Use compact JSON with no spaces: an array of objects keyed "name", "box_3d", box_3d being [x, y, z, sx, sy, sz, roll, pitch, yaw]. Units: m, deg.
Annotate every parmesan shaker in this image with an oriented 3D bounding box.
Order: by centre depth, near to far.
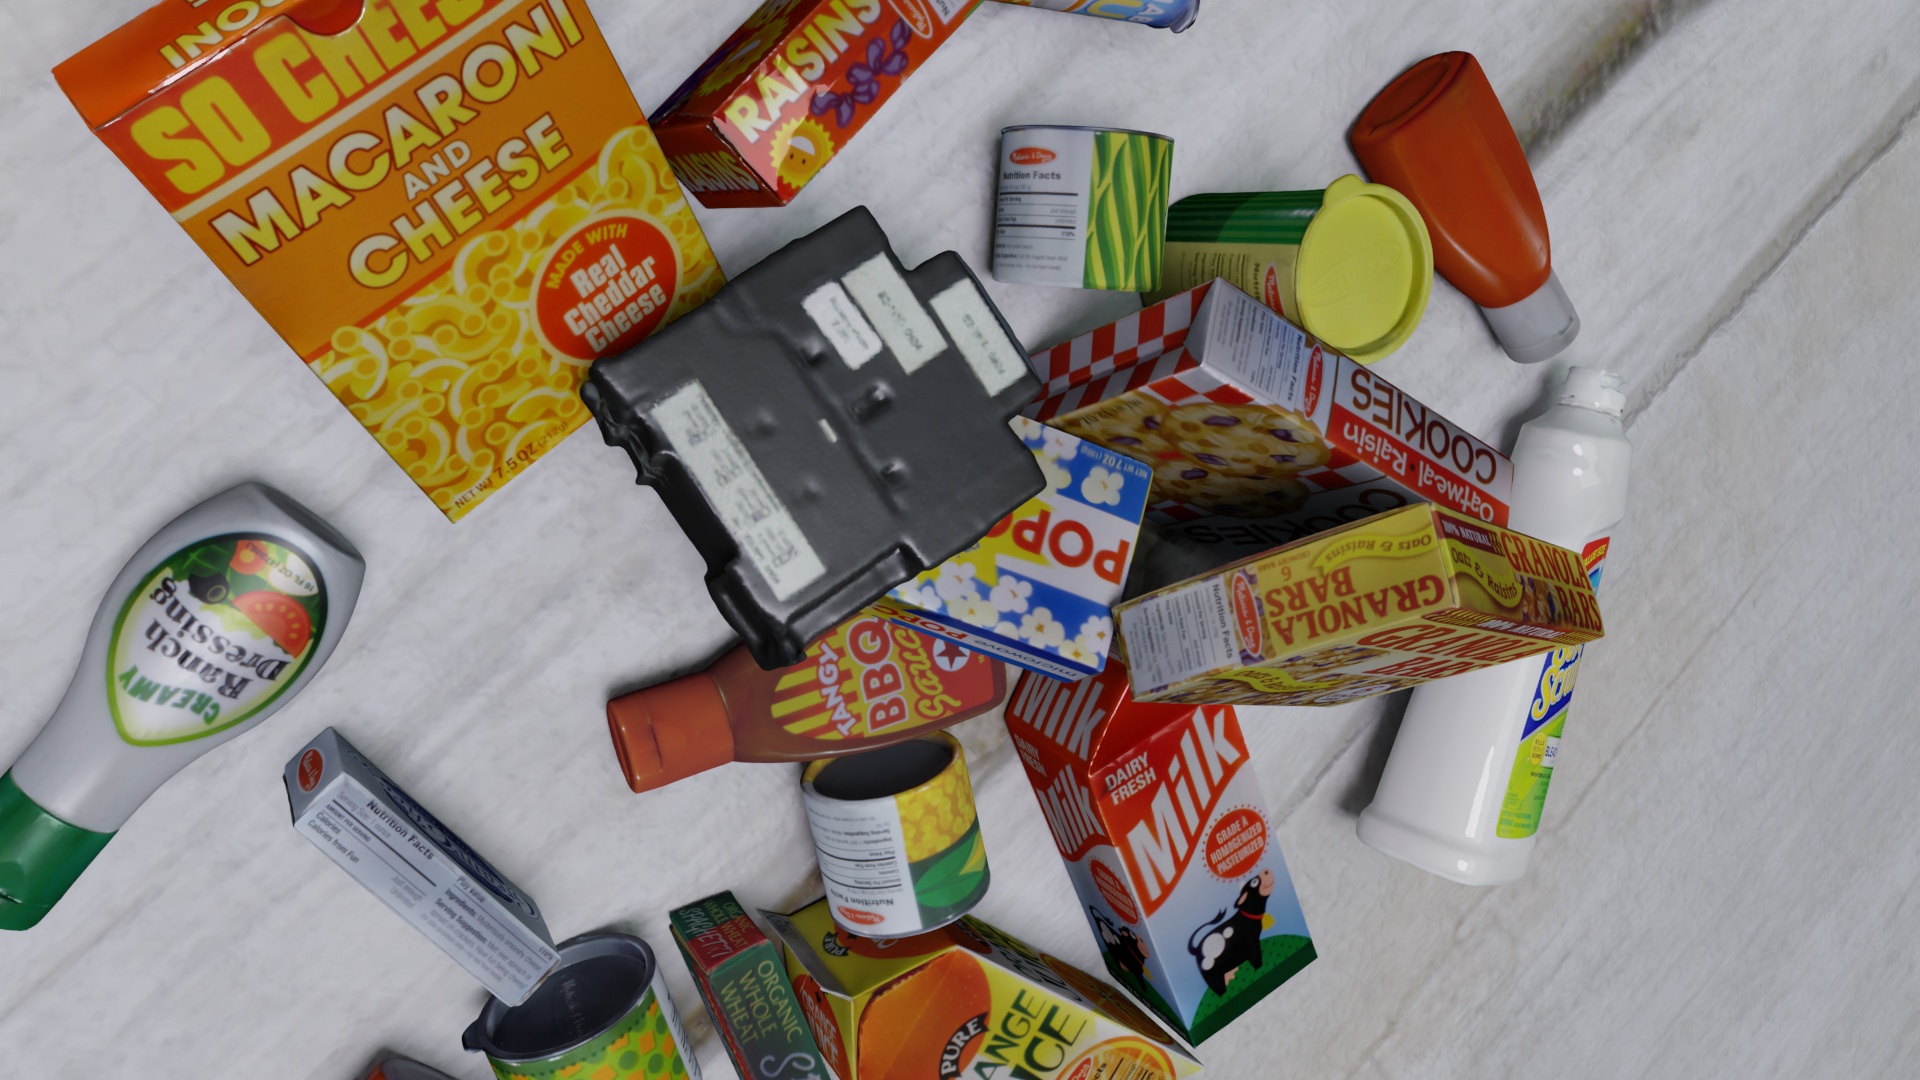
[{"name":"parmesan shaker","box_3d":[0.126,-0.110,0.556,0.071,0.103,0.071,-6,104,-26]}]

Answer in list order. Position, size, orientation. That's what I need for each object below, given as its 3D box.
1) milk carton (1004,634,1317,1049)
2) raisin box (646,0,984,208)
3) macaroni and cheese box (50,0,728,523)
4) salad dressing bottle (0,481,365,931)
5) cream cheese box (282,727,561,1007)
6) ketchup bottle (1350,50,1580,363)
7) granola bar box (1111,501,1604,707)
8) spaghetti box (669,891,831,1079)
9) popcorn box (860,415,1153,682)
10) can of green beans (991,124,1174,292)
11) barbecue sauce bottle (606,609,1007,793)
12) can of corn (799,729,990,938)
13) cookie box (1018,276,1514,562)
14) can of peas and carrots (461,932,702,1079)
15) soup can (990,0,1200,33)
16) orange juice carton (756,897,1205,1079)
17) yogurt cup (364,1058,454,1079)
[{"name":"milk carton","box_3d":[0.081,0.113,0.597,0.074,0.072,0.190,-29,112,-18]},{"name":"raisin box","box_3d":[-0.045,-0.168,0.468,0.123,0.086,0.040,-49,119,-10]},{"name":"macaroni and cheese box","box_3d":[-0.150,-0.098,0.412,0.124,0.040,0.165,-41,146,-14]},{"name":"salad dressing bottle","box_3d":[-0.252,0.051,0.433,0.064,0.044,0.148,42,81,-26]},{"name":"cream cheese box","box_3d":[-0.184,0.112,0.475,0.024,0.053,0.103,-45,116,-13]},{"name":"ketchup bottle","box_3d":[0.239,-0.146,0.639,0.065,0.043,0.148,-46,117,-10]},{"name":"granola bar box","box_3d":[0.155,0.030,0.528,0.166,0.124,0.039,10,65,-50]},{"name":"spaghetti box","box_3d":[-0.057,0.257,0.571,0.029,0.050,0.249,-26,111,-21]},{"name":"popcorn box","box_3d":[0.002,-0.007,0.521,0.127,0.038,0.085,20,73,-12]},{"name":"can of green beans","box_3d":[0.047,-0.126,0.534,0.071,0.071,0.057,-2,102,-26]},{"name":"barbecue sauce bottle","box_3d":[-0.058,0.056,0.532,0.149,0.043,0.064,-16,98,-23]},{"name":"can of corn","box_3d":[-0.024,0.112,0.549,0.071,0.071,0.058,-18,108,-22]},{"name":"cookie box","box_3d":[0.117,-0.036,0.553,0.167,0.122,0.040,24,69,-29]},{"name":"can of peas and carrots","box_3d":[-0.136,0.189,0.507,0.071,0.071,0.058,-24,111,-20]},{"name":"soup can","box_3d":[0.045,-0.226,0.510,0.084,0.071,0.071,-2,102,-26]},{"name":"orange juice carton","box_3d":[0.003,0.202,0.577,0.192,0.072,0.073,34,85,-28]},{"name":"yogurt cup","box_3d":[-0.196,0.220,0.487,0.072,0.072,0.054,40,74,-28]}]
